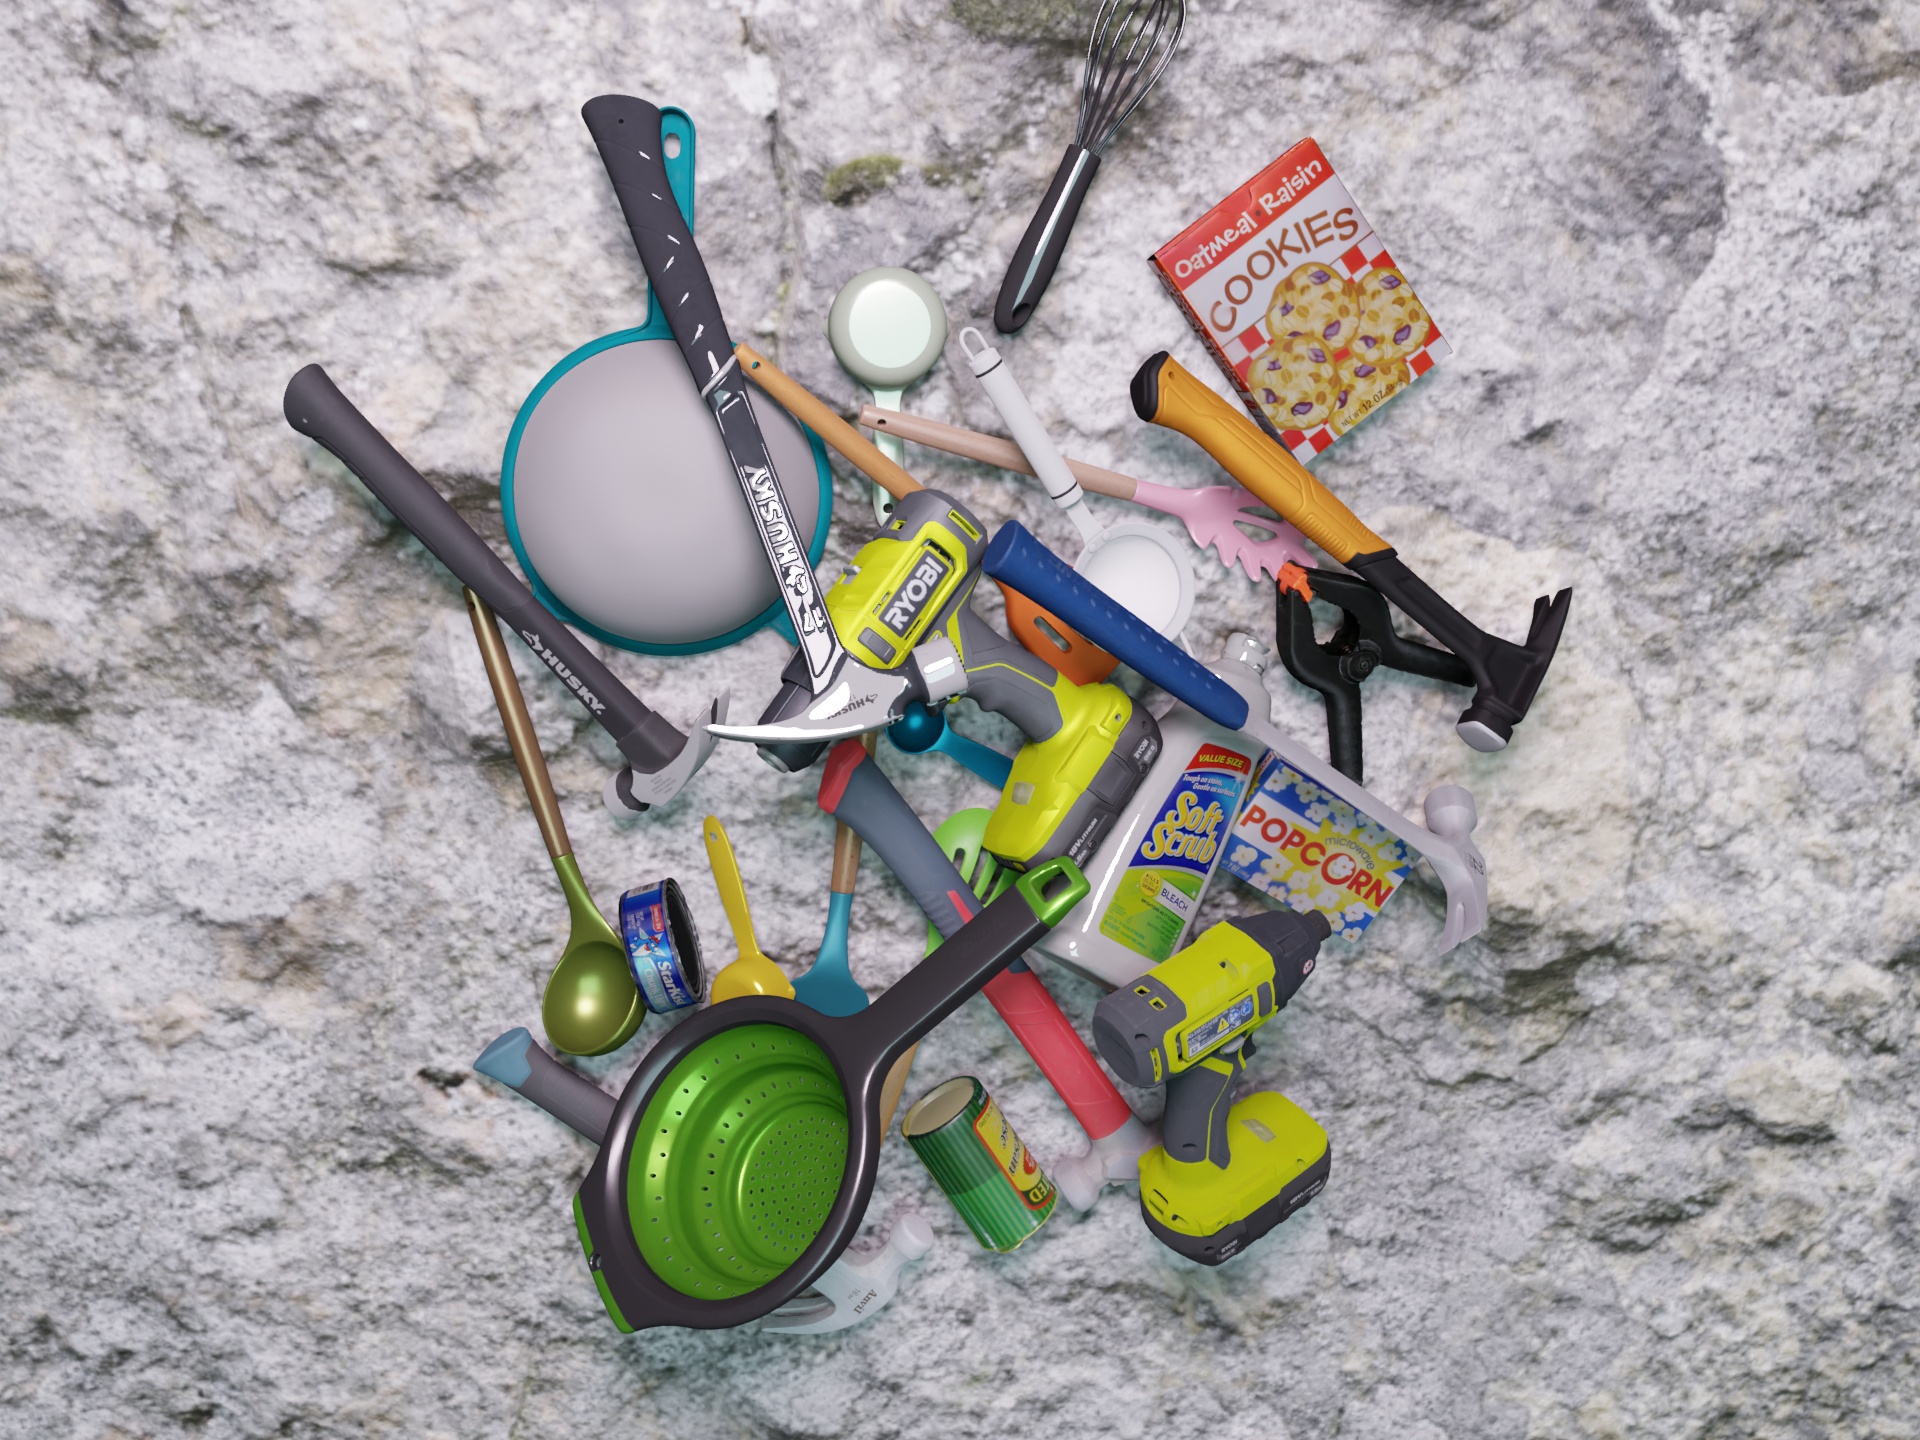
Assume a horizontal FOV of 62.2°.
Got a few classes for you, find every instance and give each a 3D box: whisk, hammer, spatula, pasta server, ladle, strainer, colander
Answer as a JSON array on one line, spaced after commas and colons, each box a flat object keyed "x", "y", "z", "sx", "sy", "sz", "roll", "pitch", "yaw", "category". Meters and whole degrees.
[{"x": 0.076, "y": -0.354, "z": 0.993, "sx": 0.055, "sy": 0.055, "sz": 0.239, "roll": 23, "pitch": 102, "yaw": -10, "category": "whisk"}, {"x": -0.187, "y": 0.314, "z": 1.101, "sx": 0.331, "sy": 0.033, "sz": 0.128, "roll": 36, "pitch": 105, "yaw": -9, "category": "hammer"}, {"x": -0.015, "y": -0.132, "z": 1.011, "sx": 0.322, "sy": 0.041, "sz": 0.081, "roll": 37, "pitch": 94, "yaw": -26, "category": "spatula"}, {"x": 0.247, "y": -0.125, "z": 1.015, "sx": 0.336, "sy": 0.034, "sz": 0.127, "roll": 36, "pitch": 70, "yaw": -12, "category": "hammer"}, {"x": -0.279, "y": -0.082, "z": 0.969, "sx": 0.334, "sy": 0.035, "sz": 0.146, "roll": 47, "pitch": 137, "yaw": -12, "category": "hammer"}, {"x": -0.079, "y": 0.088, "z": 1.079, "sx": 0.082, "sy": 0.044, "sz": 0.317, "roll": 8, "pitch": 96, "yaw": -6, "category": "spatula"}, {"x": 0.183, "y": 0.006, "z": 0.991, "sx": 0.405, "sy": 0.144, "sz": 0.035, "roll": 33, "pitch": 127, "yaw": -19, "category": "hammer"}, {"x": 0.088, "y": -0.153, "z": 1.025, "sx": 0.316, "sy": 0.040, "sz": 0.060, "roll": 13, "pitch": 116, "yaw": -14, "category": "pasta server"}, {"x": -0.275, "y": 0.067, "z": 1.038, "sx": 0.078, "sy": 0.062, "sz": 0.320, "roll": -12, "pitch": 100, "yaw": 22, "category": "ladle"}, {"x": -0.137, "y": -0.178, "z": 0.919, "sx": 0.149, "sy": 0.036, "sz": 0.409, "roll": -21, "pitch": 83, "yaw": -4, "category": "hammer"}, {"x": -0.181, "y": -0.200, "z": 0.972, "sx": 0.211, "sy": 0.095, "sz": 0.340, "roll": 2, "pitch": 103, "yaw": -6, "category": "strainer"}, {"x": 0.071, "y": -0.136, "z": 0.998, "sx": 0.087, "sy": 0.050, "sz": 0.258, "roll": -39, "pitch": 111, "yaw": -10, "category": "strainer"}, {"x": -0.062, "y": 0.234, "z": 1.007, "sx": 0.397, "sy": 0.205, "sz": 0.094, "roll": -40, "pitch": 140, "yaw": 5, "category": "colander"}, {"x": 0.039, "y": 0.160, "z": 1.072, "sx": 0.143, "sy": 0.038, "sz": 0.386, "roll": -35, "pitch": 110, "yaw": -1, "category": "hammer"}]

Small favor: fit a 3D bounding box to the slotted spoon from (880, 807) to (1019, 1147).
[{"x": -0.031, "y": 0.209, "z": 1.106, "sx": 0.070, "sy": 0.031, "sz": 0.313, "roll": 17, "pitch": 101, "yaw": -15, "category": "slotted spoon"}]

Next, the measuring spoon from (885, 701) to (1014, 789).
[{"x": 0.004, "y": 0.020, "z": 1.079, "sx": 0.128, "sy": 0.021, "sz": 0.042, "roll": 29, "pitch": 95, "yaw": -20, "category": "measuring spoon"}]

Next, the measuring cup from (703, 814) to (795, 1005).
[{"x": -0.155, "y": 0.142, "z": 1.068, "sx": 0.062, "sy": 0.029, "sz": 0.156, "roll": -11, "pitch": 97, "yaw": 34, "category": "measuring cup"}]

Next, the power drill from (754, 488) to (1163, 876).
[{"x": -0.002, "y": -0.003, "z": 0.985, "sx": 0.228, "sy": 0.080, "sz": 0.190, "roll": 40, "pitch": 76, "yaw": -23, "category": "power drill"}]

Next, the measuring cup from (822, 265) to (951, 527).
[{"x": -0.046, "y": -0.204, "z": 1.013, "sx": 0.083, "sy": 0.038, "sz": 0.167, "roll": -1, "pitch": 99, "yaw": -6, "category": "measuring cup"}]

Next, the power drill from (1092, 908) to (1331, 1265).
[{"x": 0.178, "y": 0.234, "z": 1.041, "sx": 0.171, "sy": 0.080, "sz": 0.223, "roll": -26, "pitch": 126, "yaw": -23, "category": "power drill"}]
